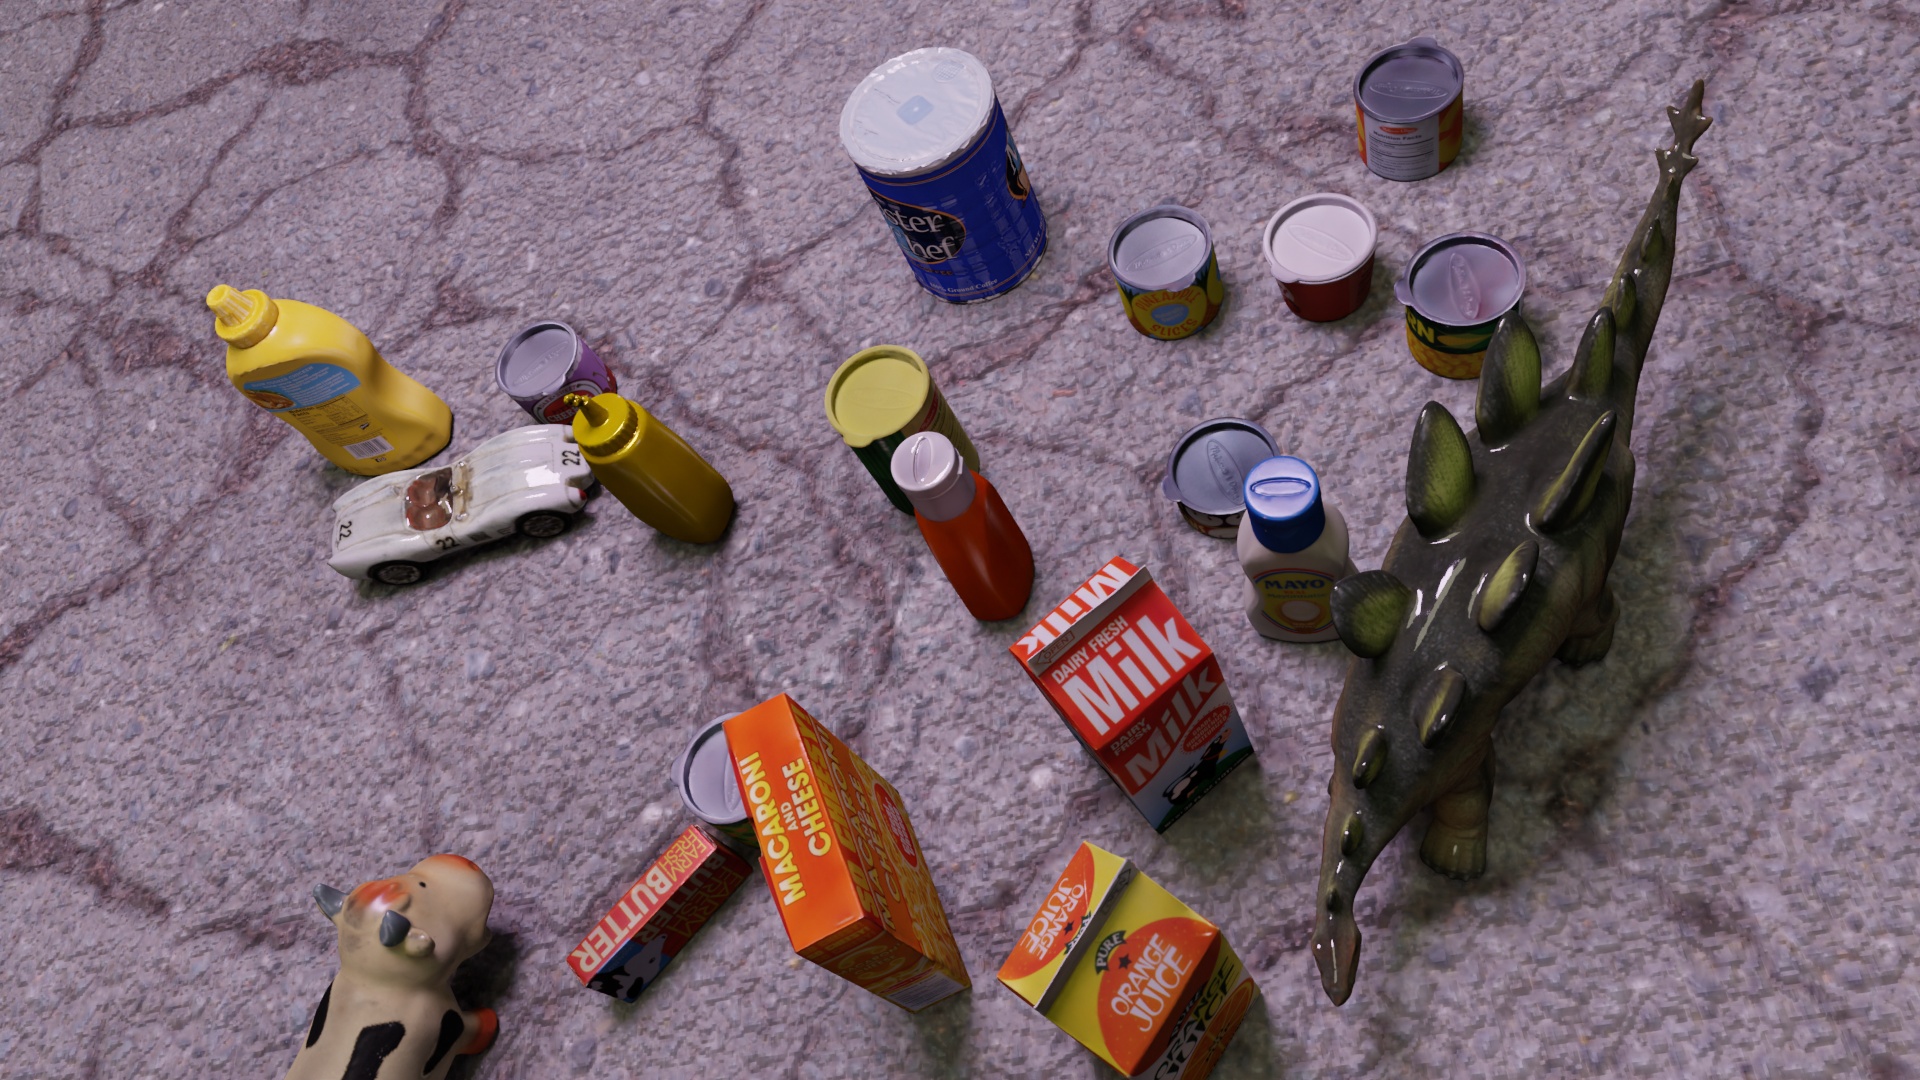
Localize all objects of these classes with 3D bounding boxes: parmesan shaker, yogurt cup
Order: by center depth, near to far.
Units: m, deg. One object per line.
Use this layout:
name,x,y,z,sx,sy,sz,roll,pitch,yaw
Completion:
yogurt cup,0.224,-0.172,0.860,0.072,0.053,0.073,-8,61,15
parmesan shaker,-0.036,-0.063,0.863,0.071,0.102,0.071,-8,61,15

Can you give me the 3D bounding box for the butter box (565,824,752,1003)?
butter box,-0.170,0.212,0.790,0.024,0.053,0.103,38,80,31

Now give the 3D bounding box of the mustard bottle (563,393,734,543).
mustard bottle,-0.202,-0.052,0.881,0.065,0.159,0.049,11,68,24

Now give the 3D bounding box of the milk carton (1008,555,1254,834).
milk carton,0.085,0.074,0.694,0.072,0.190,0.073,-40,58,-4

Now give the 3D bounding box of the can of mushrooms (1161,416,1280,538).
can of mushrooms,0.155,-0.036,0.822,0.071,0.033,0.071,-8,61,15

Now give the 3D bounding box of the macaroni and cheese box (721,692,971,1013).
macaroni and cheese box,-0.056,0.164,0.709,0.040,0.166,0.124,-28,58,4

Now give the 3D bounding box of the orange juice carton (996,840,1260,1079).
orange juice carton,0.077,0.198,0.629,0.073,0.192,0.072,29,76,30

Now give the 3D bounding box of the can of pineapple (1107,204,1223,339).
can of pineapple,0.132,-0.169,0.888,0.071,0.057,0.071,-8,61,15

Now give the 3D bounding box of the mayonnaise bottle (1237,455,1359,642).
mayonnaise bottle,0.174,0.007,0.724,0.065,0.147,0.041,-2,63,19

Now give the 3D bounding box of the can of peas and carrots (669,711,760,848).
can of peas and carrots,-0.124,0.141,0.809,0.071,0.058,0.071,-8,61,15

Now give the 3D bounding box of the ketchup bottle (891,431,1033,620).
ketchup bottle,0.003,-0.010,0.793,0.043,0.148,0.065,-5,62,17

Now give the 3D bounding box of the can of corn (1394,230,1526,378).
can of corn,0.292,-0.136,0.814,0.071,0.058,0.071,-8,61,15

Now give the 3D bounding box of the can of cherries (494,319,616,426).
can of cherries,-0.292,-0.115,1.007,0.071,0.058,0.072,-8,61,15

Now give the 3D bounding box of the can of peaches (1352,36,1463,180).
can of peaches,0.289,-0.276,0.891,0.071,0.058,0.071,-8,61,15
